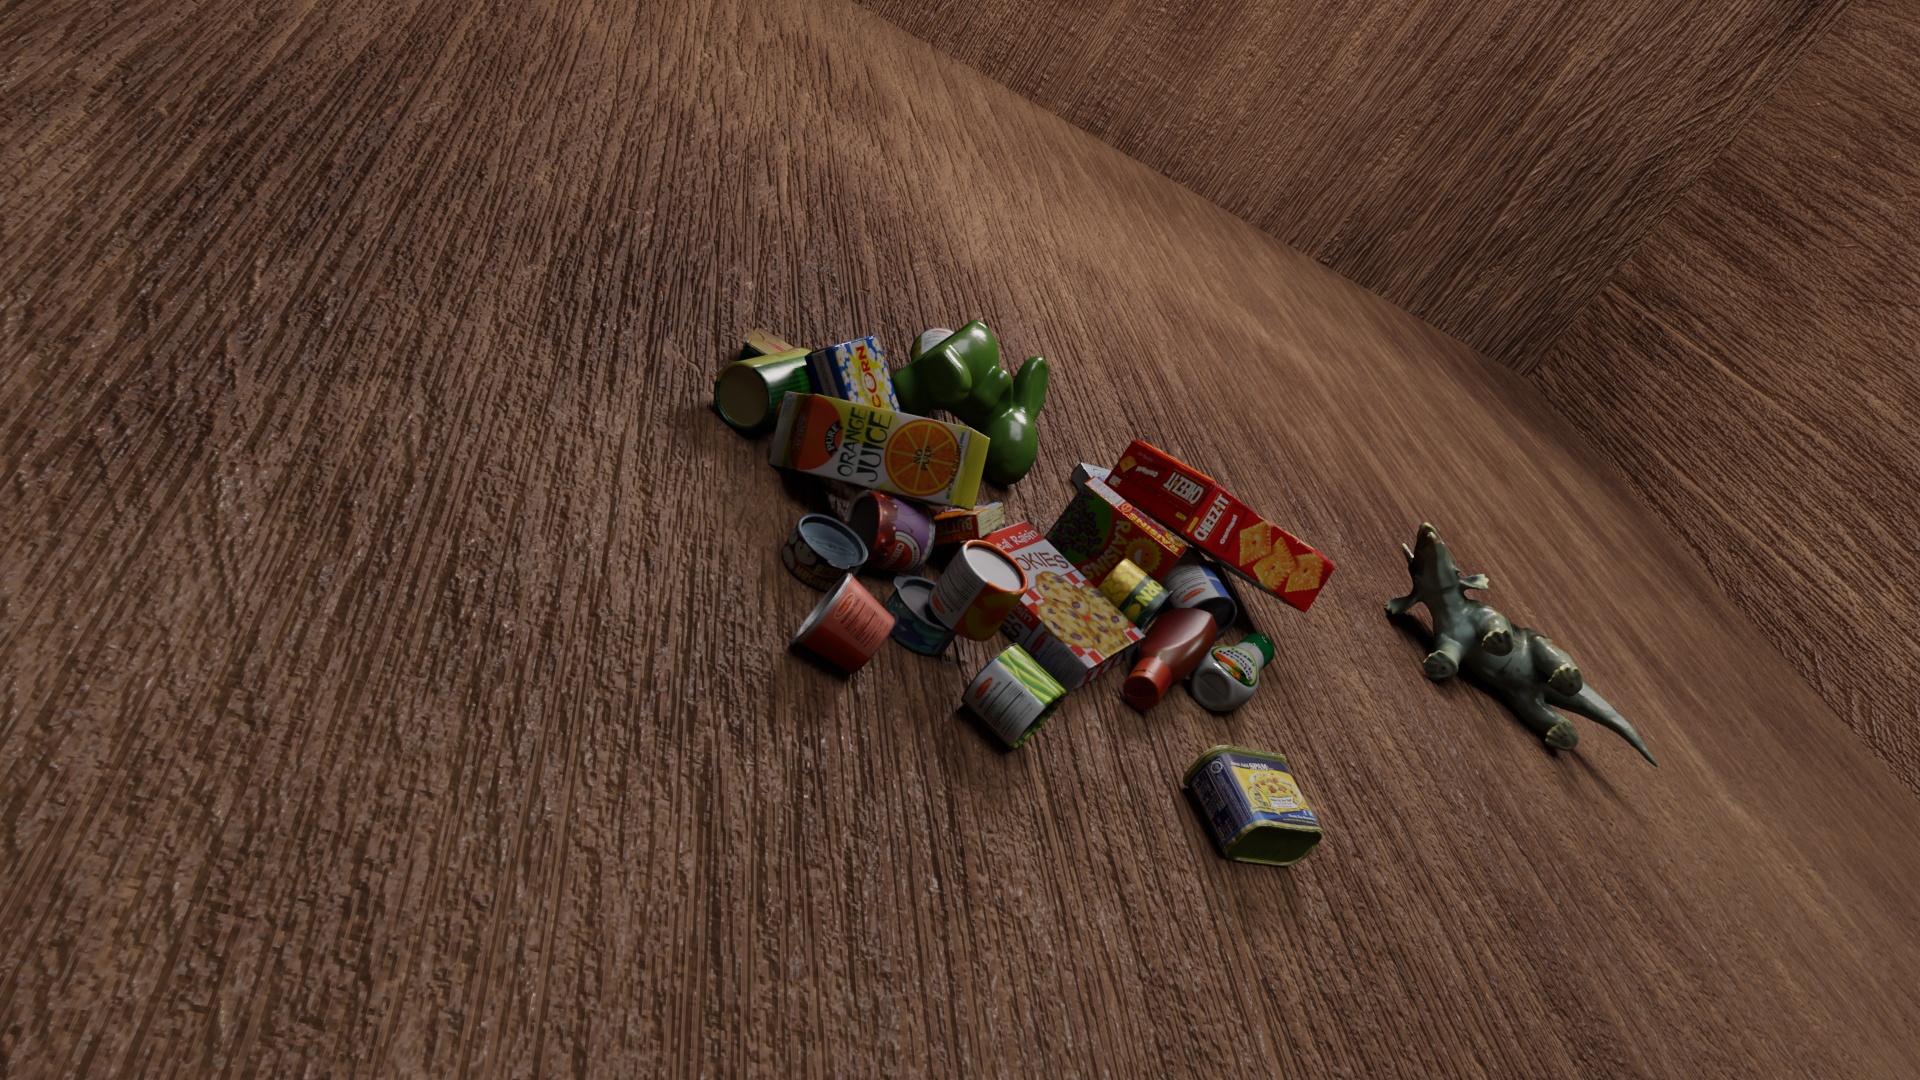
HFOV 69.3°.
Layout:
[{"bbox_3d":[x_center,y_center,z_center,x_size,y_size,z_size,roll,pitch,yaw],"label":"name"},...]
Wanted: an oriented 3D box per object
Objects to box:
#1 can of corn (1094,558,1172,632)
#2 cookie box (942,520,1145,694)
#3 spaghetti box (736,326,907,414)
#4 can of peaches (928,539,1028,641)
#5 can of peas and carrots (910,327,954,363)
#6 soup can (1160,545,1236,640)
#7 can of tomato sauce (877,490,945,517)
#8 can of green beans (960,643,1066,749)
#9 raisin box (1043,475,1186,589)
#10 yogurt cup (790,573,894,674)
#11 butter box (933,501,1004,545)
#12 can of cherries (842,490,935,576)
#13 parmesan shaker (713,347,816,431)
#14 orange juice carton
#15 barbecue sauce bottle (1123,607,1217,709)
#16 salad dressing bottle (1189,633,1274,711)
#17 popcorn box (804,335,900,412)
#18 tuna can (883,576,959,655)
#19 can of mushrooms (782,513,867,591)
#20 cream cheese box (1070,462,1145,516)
[{"bbox_3d":[0.167,0.058,1.369,0.058,0.071,0.071,39,27,11],"label":"can of corn"},{"bbox_3d":[0.079,0.059,1.306,0.168,0.040,0.123,44,29,17],"label":"cookie box"},{"bbox_3d":[-0.111,-0.138,1.428,0.250,0.028,0.050,30,27,-8],"label":"spaghetti box"},{"bbox_3d":[0.017,0.042,1.172,0.071,0.057,0.071,26,28,-15],"label":"can of peaches"},{"bbox_3d":[-0.024,-0.199,1.585,0.071,0.070,0.059,26,29,-17],"label":"can of peas and carrots"},{"bbox_3d":[0.243,0.058,1.464,0.071,0.071,0.084,15,32,-33],"label":"soup can"},{"bbox_3d":[-0.032,-0.061,1.331,0.071,0.082,0.071,26,28,-15],"label":"can of tomato sauce"},{"bbox_3d":[0.044,0.127,1.129,0.058,0.071,0.071,43,28,15],"label":"can of green beans"},{"bbox_3d":[0.157,0.006,1.426,0.123,0.085,0.040,39,22,9],"label":"raisin box"},{"bbox_3d":[-0.088,0.067,1.085,0.054,0.072,0.073,39,26,-8],"label":"yogurt cup"},{"bbox_3d":[0.005,-0.016,1.312,0.104,0.053,0.024,-29,110,-73],"label":"butter box"},{"bbox_3d":[-0.064,-0.005,1.224,0.058,0.071,0.072,14,33,-35],"label":"can of cherries"},{"bbox_3d":[-0.181,-0.144,1.325,0.071,0.071,0.103,40,29,12],"label":"parmesan shaker"},{"bbox_3d":[-0.079,-0.083,1.256,0.193,0.072,0.073,13,0,14],"label":"orange juice carton"},{"bbox_3d":[0.197,0.113,1.333,0.149,0.065,0.043,-40,120,-56],"label":"barbecue sauce bottle"},{"bbox_3d":[0.279,0.129,1.408,0.064,0.043,0.148,41,28,15],"label":"salad dressing bottle"},{"bbox_3d":[-0.097,-0.131,1.350,0.085,0.038,0.126,-30,105,-61],"label":"popcorn box"},{"bbox_3d":[-0.034,0.063,1.183,0.071,0.032,0.071,26,28,-15],"label":"tuna can"},{"bbox_3d":[-0.115,0.012,1.176,0.071,0.033,0.071,27,27,-15],"label":"can of mushrooms"},{"bbox_3d":[0.173,-0.045,1.594,0.053,0.024,0.104,10,36,-41],"label":"cream cheese box"}]
